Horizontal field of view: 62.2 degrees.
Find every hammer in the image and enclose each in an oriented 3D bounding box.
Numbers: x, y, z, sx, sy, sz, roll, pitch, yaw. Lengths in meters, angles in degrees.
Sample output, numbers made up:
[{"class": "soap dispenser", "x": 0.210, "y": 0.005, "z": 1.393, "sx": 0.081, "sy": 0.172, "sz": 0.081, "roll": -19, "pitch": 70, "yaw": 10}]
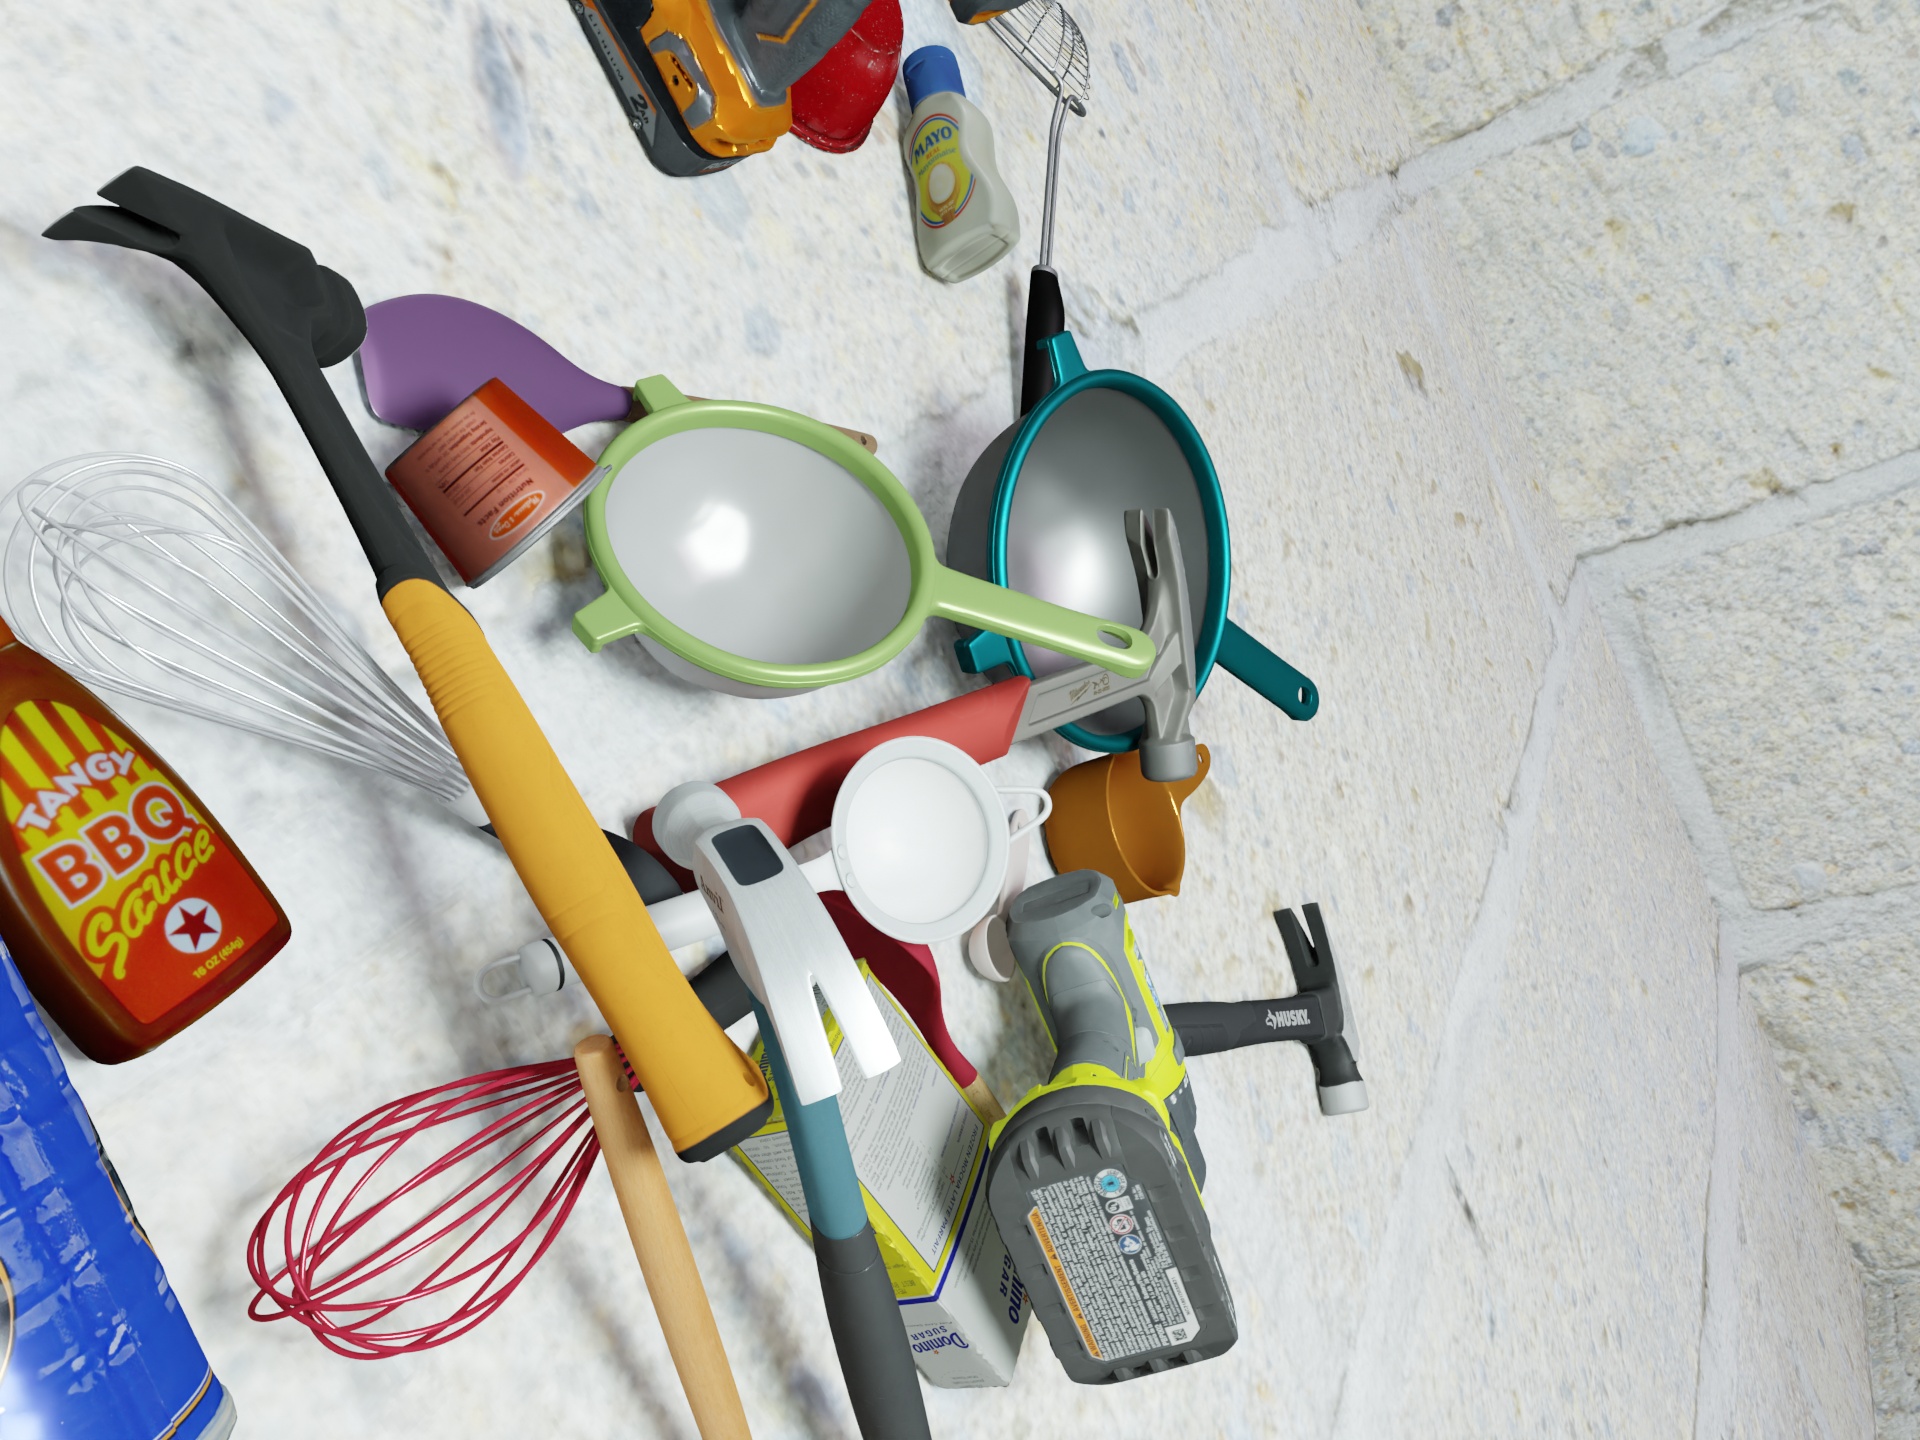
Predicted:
[{"class": "hammer", "x": -0.157, "y": -0.014, "z": 0.494, "sx": 0.337, "sy": 0.034, "sz": 0.127, "roll": 59, "pitch": 7, "yaw": 5}, {"class": "hammer", "x": -0.042, "y": 0.188, "z": 0.575, "sx": 0.033, "sy": 0.128, "sz": 0.330, "roll": -20, "pitch": 115, "yaw": -21}, {"class": "hammer", "x": -0.001, "y": -0.002, "z": 0.753, "sx": 0.359, "sy": 0.037, "sz": 0.149, "roll": -19, "pitch": 106, "yaw": -45}, {"class": "hammer", "x": 0.172, "y": 0.187, "z": 1.005, "sx": 0.334, "sy": 0.035, "sz": 0.146, "roll": 11, "pitch": 65, "yaw": -54}]

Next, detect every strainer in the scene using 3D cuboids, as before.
[{"class": "strainer", "x": -0.042, "y": -0.048, "z": 0.698, "sx": 0.256, "sy": 0.069, "sz": 0.152, "roll": 16, "pitch": 51, "yaw": -16}, {"class": "strainer", "x": -0.071, "y": 0.064, "z": 0.626, "sx": 0.258, "sy": 0.050, "sz": 0.087, "roll": -15, "pitch": 89, "yaw": -40}, {"class": "strainer", "x": 0.099, "y": -0.067, "z": 0.951, "sx": 0.340, "sy": 0.095, "sz": 0.211, "roll": 28, "pitch": 72, "yaw": -45}]

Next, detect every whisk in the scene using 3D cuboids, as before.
[{"class": "whisk", "x": -0.186, "y": 0.007, "z": 0.536, "sx": 0.284, "sy": 0.070, "sz": 0.070, "roll": 43, "pitch": 41, "yaw": -44}, {"class": "whisk", "x": -0.127, "y": 0.129, "z": 0.559, "sx": 0.296, "sy": 0.073, "sz": 0.073, "roll": -30, "pitch": 100, "yaw": -63}]

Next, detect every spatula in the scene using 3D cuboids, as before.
[{"class": "spatula", "x": -0.136, "y": -0.143, "z": 0.723, "sx": 0.315, "sy": 0.018, "sz": 0.060, "roll": -3, "pitch": 81, "yaw": -56}, {"class": "spatula", "x": -0.074, "y": 0.245, "z": 0.550, "sx": 0.081, "sy": 0.041, "sz": 0.322, "roll": -48, "pitch": 131, "yaw": -55}]

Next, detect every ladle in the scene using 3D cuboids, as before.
[{"class": "ladle", "x": 0.013, "y": 0.188, "z": 0.750, "sx": 0.031, "sy": 0.069, "sz": 0.315, "roll": -44, "pitch": 120, "yaw": -29}]

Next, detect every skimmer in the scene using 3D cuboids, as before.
[{"class": "skimmer", "x": 0.036, "y": -0.350, "z": 1.085, "sx": 0.127, "sy": 0.090, "sz": 0.363, "roll": 26, "pitch": 63, "yaw": -53}]

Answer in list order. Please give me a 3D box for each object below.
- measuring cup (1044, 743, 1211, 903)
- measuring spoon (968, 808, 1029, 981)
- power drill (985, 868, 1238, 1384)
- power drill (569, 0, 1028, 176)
[{"class": "measuring cup", "x": 0.105, "y": 0.051, "z": 0.958, "sx": 0.173, "sy": 0.052, "sz": 0.095, "roll": -35, "pitch": 104, "yaw": -59}, {"class": "measuring spoon", "x": 0.021, "y": 0.091, "z": 0.848, "sx": 0.034, "sy": 0.018, "sz": 0.124, "roll": 60, "pitch": 26, "yaw": -29}, {"class": "power drill", "x": 0.076, "y": 0.198, "z": 0.753, "sx": 0.229, "sy": 0.080, "sz": 0.190, "roll": -75, "pitch": 144, "yaw": -71}, {"class": "power drill", "x": -0.074, "y": -0.371, "z": 0.738, "sx": 0.164, "sy": 0.226, "sz": 0.084, "roll": 63, "pitch": 32, "yaw": -12}]
